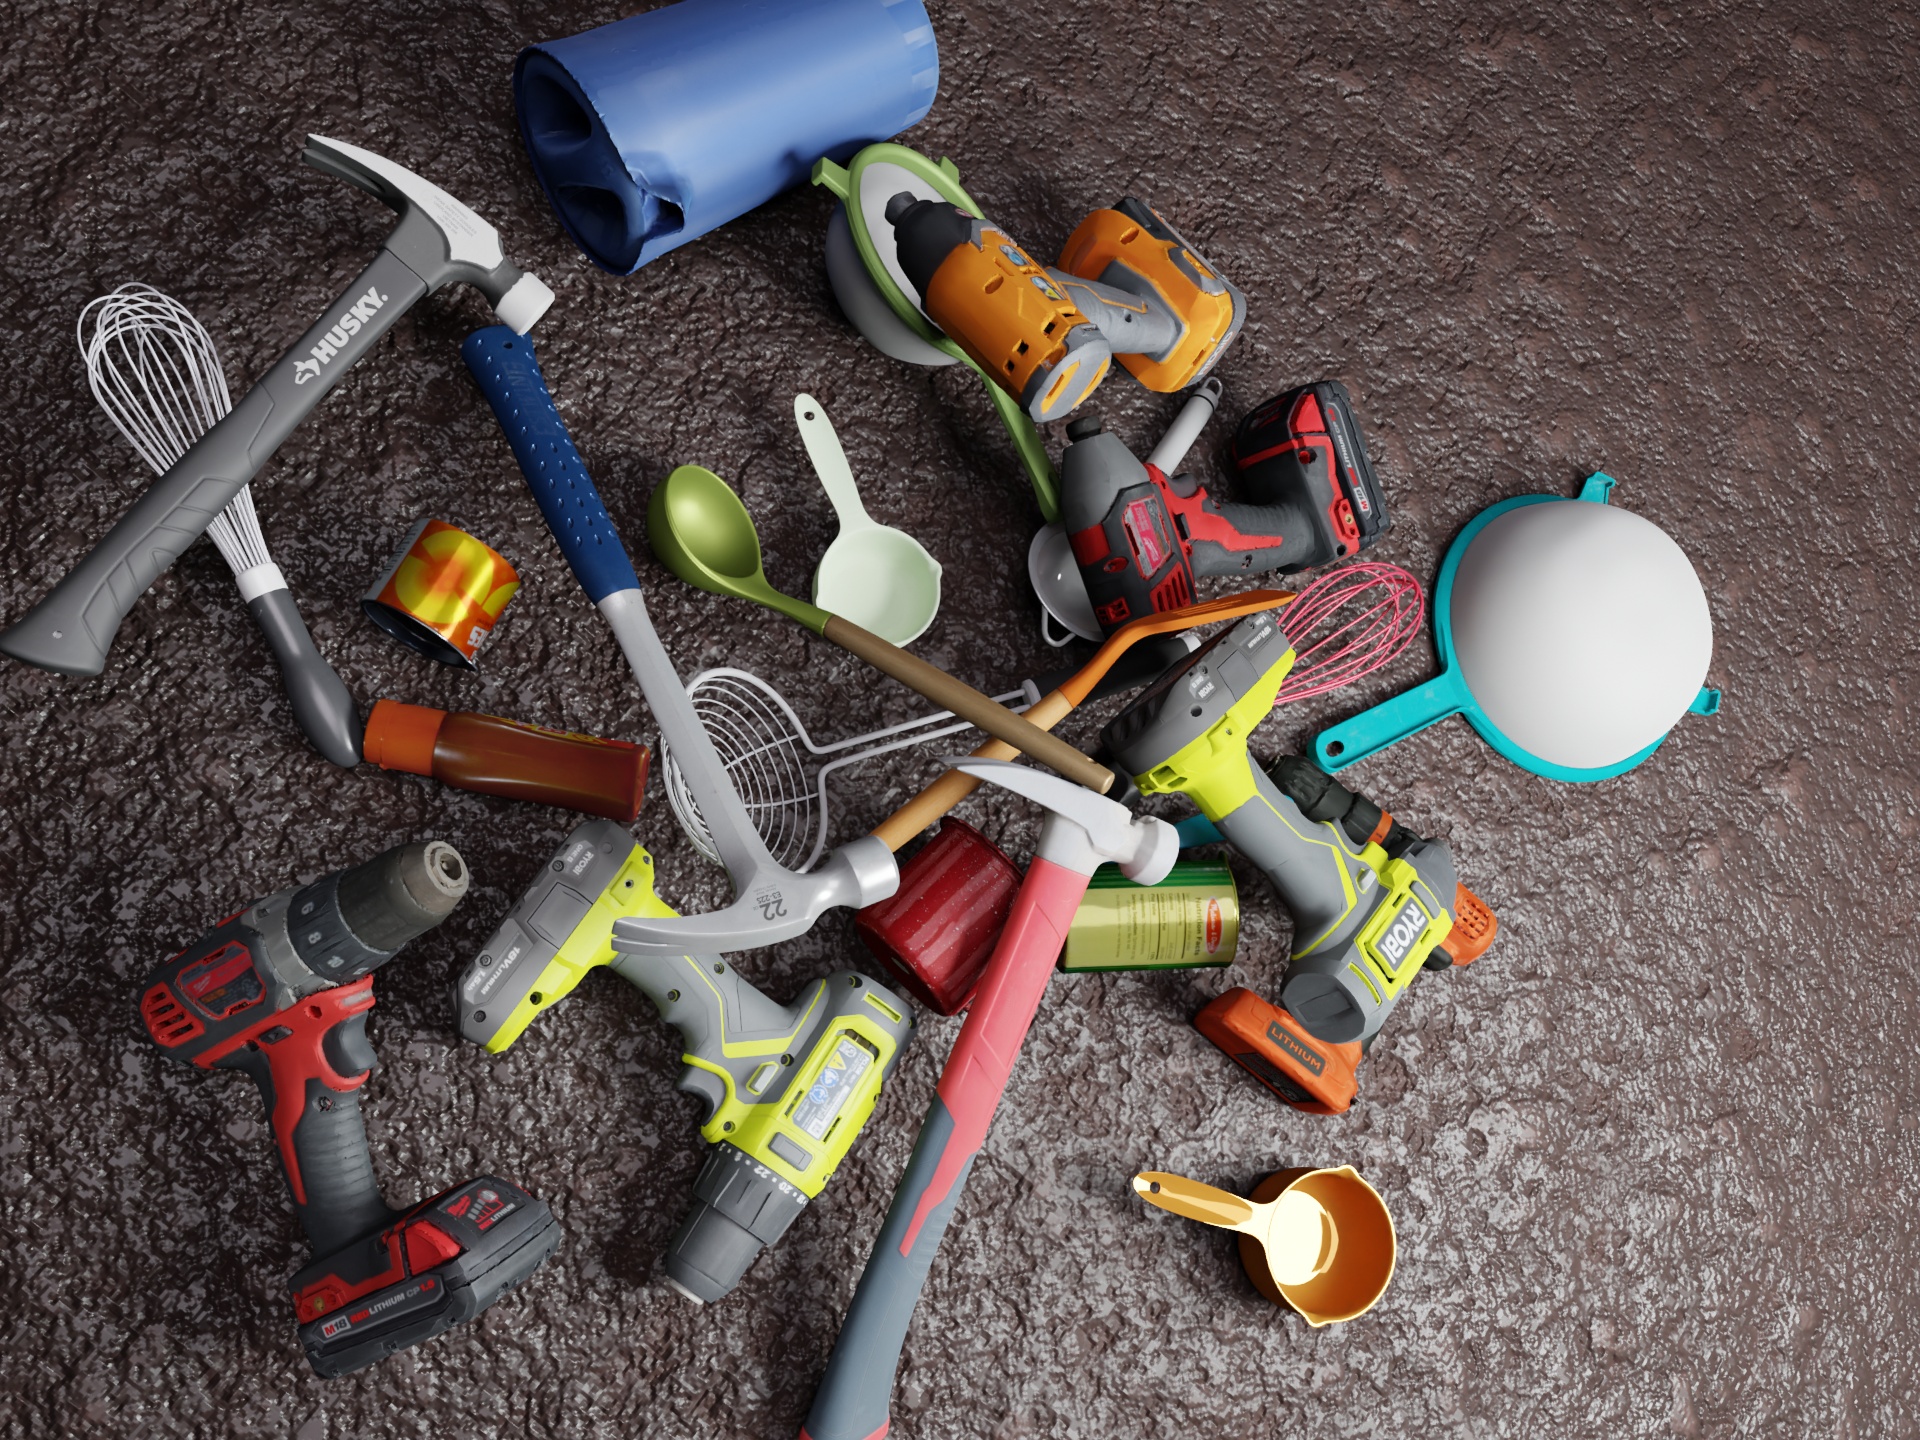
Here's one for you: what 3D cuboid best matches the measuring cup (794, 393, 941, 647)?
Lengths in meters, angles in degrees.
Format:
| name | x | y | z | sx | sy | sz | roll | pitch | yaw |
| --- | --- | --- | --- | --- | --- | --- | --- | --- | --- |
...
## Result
| name | x | y | z | sx | sy | sz | roll | pitch | yaw |
| --- | --- | --- | --- | --- | --- | --- | --- | --- | --- |
| measuring cup | -0.070 | -0.119 | 0.975 | 0.083 | 0.038 | 0.168 | -20 | 83 | -20 |

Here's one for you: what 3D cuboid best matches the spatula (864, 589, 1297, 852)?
| name | x | y | z | sx | sy | sz | roll | pitch | yaw |
| --- | --- | --- | --- | --- | --- | --- | --- | --- | --- |
| spatula | 0.046 | 0.010 | 0.900 | 0.322 | 0.081 | 0.041 | -38 | 99 | -1 |

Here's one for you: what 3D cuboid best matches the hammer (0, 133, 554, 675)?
| name | x | y | z | sx | sy | sz | roll | pitch | yaw |
| --- | --- | --- | --- | --- | --- | --- | --- | --- | --- |
| hammer | -0.371 | -0.159 | 0.830 | 0.146 | 0.035 | 0.335 | 41 | 69 | -18 |

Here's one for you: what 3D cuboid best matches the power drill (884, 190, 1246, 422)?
| name | x | y | z | sx | sy | sz | roll | pitch | yaw |
| --- | --- | --- | --- | --- | --- | --- | --- | --- | --- |
| power drill | 0.061 | -0.264 | 0.969 | 0.164 | 0.084 | 0.226 | 48 | 37 | 15 |

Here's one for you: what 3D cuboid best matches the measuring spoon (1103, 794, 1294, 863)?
| name | x | y | z | sx | sy | sz | roll | pitch | yaw |
| --- | --- | --- | --- | --- | --- | --- | --- | --- | --- |
| measuring spoon | 0.146 | 0.069 | 0.987 | 0.128 | 0.021 | 0.042 | -17 | 83 | 2 |

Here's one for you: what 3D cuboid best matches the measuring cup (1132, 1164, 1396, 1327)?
| name | x | y | z | sx | sy | sz | roll | pitch | yaw |
| --- | --- | --- | --- | --- | --- | --- | --- | --- | --- |
| measuring cup | 0.174 | 0.300 | 0.954 | 0.173 | 0.052 | 0.095 | 21 | 73 | -11 |

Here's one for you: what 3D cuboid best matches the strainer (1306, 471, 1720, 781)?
| name | x | y | z | sx | sy | sz | roll | pitch | yaw |
| --- | --- | --- | --- | --- | --- | --- | --- | --- | --- |
| strainer | 0.387 | -0.045 | 1.073 | 0.340 | 0.095 | 0.211 | -23 | 86 | -22 |

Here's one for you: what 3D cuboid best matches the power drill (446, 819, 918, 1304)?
| name | x | y | z | sx | sy | sz | roll | pitch | yaw |
| --- | --- | --- | --- | --- | --- | --- | --- | --- | --- |
| power drill | -0.159 | 0.181 | 0.861 | 0.228 | 0.080 | 0.190 | 38 | 70 | -9 |

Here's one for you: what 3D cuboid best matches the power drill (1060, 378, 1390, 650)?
| name | x | y | z | sx | sy | sz | roll | pitch | yaw |
| --- | --- | --- | --- | --- | --- | --- | --- | --- | --- |
| power drill | 0.158 | -0.139 | 1.002 | 0.219 | 0.078 | 0.143 | -22 | 93 | -32 |

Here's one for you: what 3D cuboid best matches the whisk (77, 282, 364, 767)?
| name | x | y | z | sx | sy | sz | roll | pitch | yaw |
| --- | --- | --- | --- | --- | --- | --- | --- | --- | --- |
| whisk | -0.394 | -0.103 | 0.861 | 0.070 | 0.070 | 0.284 | -26 | 93 | -21 |

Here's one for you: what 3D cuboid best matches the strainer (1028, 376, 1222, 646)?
| name | x | y | z | sx | sy | sz | roll | pitch | yaw |
| --- | --- | --- | --- | --- | --- | --- | --- | --- | --- |
| strainer | 0.111 | -0.136 | 1.035 | 0.087 | 0.050 | 0.258 | 40 | 64 | -10 |

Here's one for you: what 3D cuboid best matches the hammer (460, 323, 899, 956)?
| name | x | y | z | sx | sy | sz | roll | pitch | yaw |
| --- | --- | --- | --- | --- | --- | --- | --- | --- | --- |
| hammer | -0.185 | -0.056 | 0.855 | 0.144 | 0.035 | 0.406 | -19 | 65 | -26 |

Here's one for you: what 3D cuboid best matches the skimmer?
| name | x | y | z | sx | sy | sz | roll | pitch | yaw |
| --- | --- | --- | --- | --- | --- | --- | --- | --- | --- |
| skimmer | -0.001 | -0.003 | 0.942 | 0.363 | 0.090 | 0.127 | -16 | 84 | -20 |

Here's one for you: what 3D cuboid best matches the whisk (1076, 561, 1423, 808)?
| name | x | y | z | sx | sy | sz | roll | pitch | yaw |
| --- | --- | --- | --- | --- | --- | --- | --- | --- | --- |
| whisk | 0.185 | -0.017 | 1.025 | 0.296 | 0.073 | 0.073 | -34 | 90 | -15 |

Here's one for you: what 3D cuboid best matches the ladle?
| name | x | y | z | sx | sy | sz | roll | pitch | yaw |
| --- | --- | --- | --- | --- | --- | --- | --- | --- | --- |
| ladle | -0.048 | -0.052 | 0.890 | 0.320 | 0.078 | 0.062 | 30 | 112 | 19 |

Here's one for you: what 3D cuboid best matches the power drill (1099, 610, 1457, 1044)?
| name | x | y | z | sx | sy | sz | roll | pitch | yaw |
| --- | --- | --- | --- | --- | --- | --- | --- | --- | --- |
| power drill | 0.199 | 0.055 | 0.937 | 0.223 | 0.080 | 0.171 | 52 | 47 | -1 |

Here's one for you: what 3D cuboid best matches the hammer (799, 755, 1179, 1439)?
| name | x | y | z | sx | sy | sz | roll | pitch | yaw |
| --- | --- | --- | --- | --- | --- | --- | --- | --- | --- |
| hammer | -0.015 | 0.212 | 0.859 | 0.143 | 0.038 | 0.386 | 23 | 89 | -22 |

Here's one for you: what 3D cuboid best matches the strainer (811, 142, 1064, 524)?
| name | x | y | z | sx | sy | sz | roll | pitch | yaw |
| --- | --- | --- | --- | --- | --- | --- | --- | --- | --- |
| strainer | -0.011 | -0.231 | 0.997 | 0.151 | 0.069 | 0.256 | -30 | 94 | -54 |

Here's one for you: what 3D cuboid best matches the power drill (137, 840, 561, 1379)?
| name | x | y | z | sx | sy | sz | roll | pitch | yaw |
| --- | --- | --- | --- | --- | --- | --- | --- | --- | --- |
| power drill | -0.285 | 0.182 | 0.779 | 0.188 | 0.080 | 0.227 | -28 | 87 | 17 |
